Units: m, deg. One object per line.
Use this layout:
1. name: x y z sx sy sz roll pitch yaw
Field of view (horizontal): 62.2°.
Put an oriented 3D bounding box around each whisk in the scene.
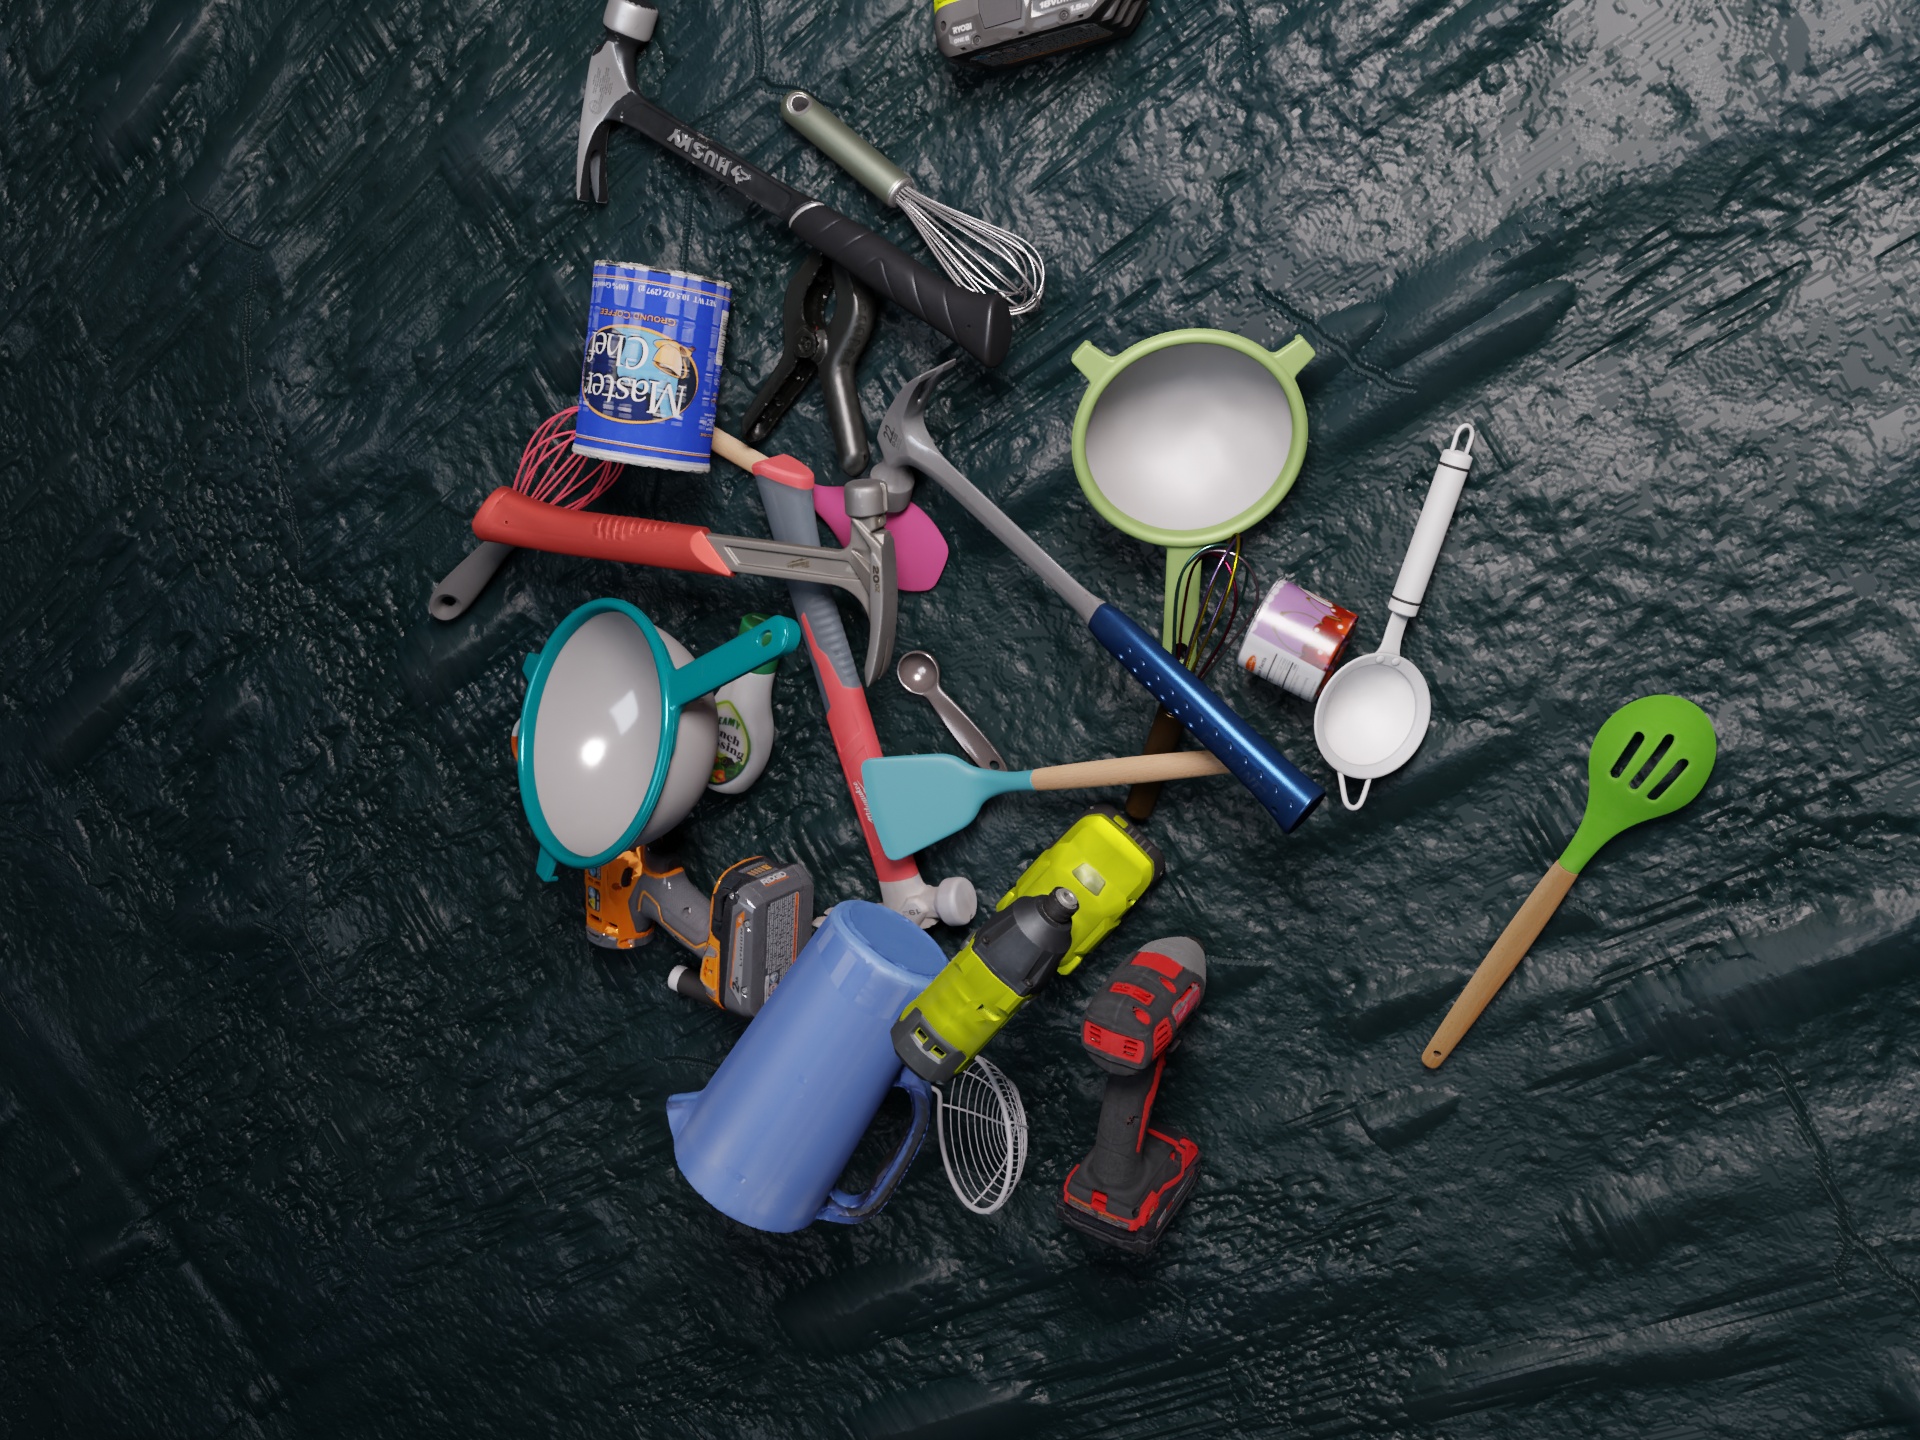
1. whisk: -0.036 -0.362 1.106 0.246 0.059 0.058 43 83 13
2. whisk: -0.368 -0.166 1.325 0.296 0.073 0.073 -37 88 36
3. whisk: 0.152 -0.023 1.093 0.047 0.051 0.244 -121 34 -42

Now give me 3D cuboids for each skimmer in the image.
1. skimmer: -0.104 0.287 1.314 0.363 0.090 0.127 19 113 20

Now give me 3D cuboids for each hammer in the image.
1. hammer: -0.125 -0.360 1.122 0.409 0.036 0.149 37 119 21
2. hammer: -0.214 -0.123 1.206 0.359 0.037 0.149 9 112 22
3. hammer: 0.086 -0.081 1.069 0.406 0.035 0.144 45 147 18
4. hammer: -0.103 -0.013 1.240 0.143 0.038 0.386 -9 105 30

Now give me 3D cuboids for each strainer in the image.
1. strainer: 0.287 -0.068 1.038 0.086 0.050 0.258 9 108 -20
2. strainer: 0.150 -0.151 1.074 0.151 0.069 0.256 -1 125 2
3. strainer: -0.212 -0.006 1.219 0.340 0.095 0.211 -23 67 39

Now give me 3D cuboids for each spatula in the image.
1. spatula: 0.072 0.046 1.143 0.317 0.044 0.082 -8 102 35

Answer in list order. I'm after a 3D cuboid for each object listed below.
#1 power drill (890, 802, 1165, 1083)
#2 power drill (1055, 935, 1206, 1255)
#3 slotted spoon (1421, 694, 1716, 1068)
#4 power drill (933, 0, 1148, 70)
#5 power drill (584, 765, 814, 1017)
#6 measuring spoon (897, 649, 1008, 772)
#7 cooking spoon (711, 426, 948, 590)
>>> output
1. power drill: 0.057 0.146 1.113 0.080 0.223 0.171 43 120 8
2. power drill: 0.135 0.266 1.169 0.078 0.143 0.219 16 119 26
3. slotted spoon: 0.391 0.118 1.054 0.070 0.031 0.313 32 119 14
4. power drill: 0.047 -0.542 0.988 0.190 0.080 0.228 -4 101 28
5. power drill: -0.228 0.136 1.320 0.227 0.084 0.164 19 114 35
6. measuring spoon: -0.002 -0.004 1.220 0.034 0.018 0.124 -36 95 29
7. cooking spoon: -0.147 -0.192 1.226 0.319 0.017 0.068 31 116 14
